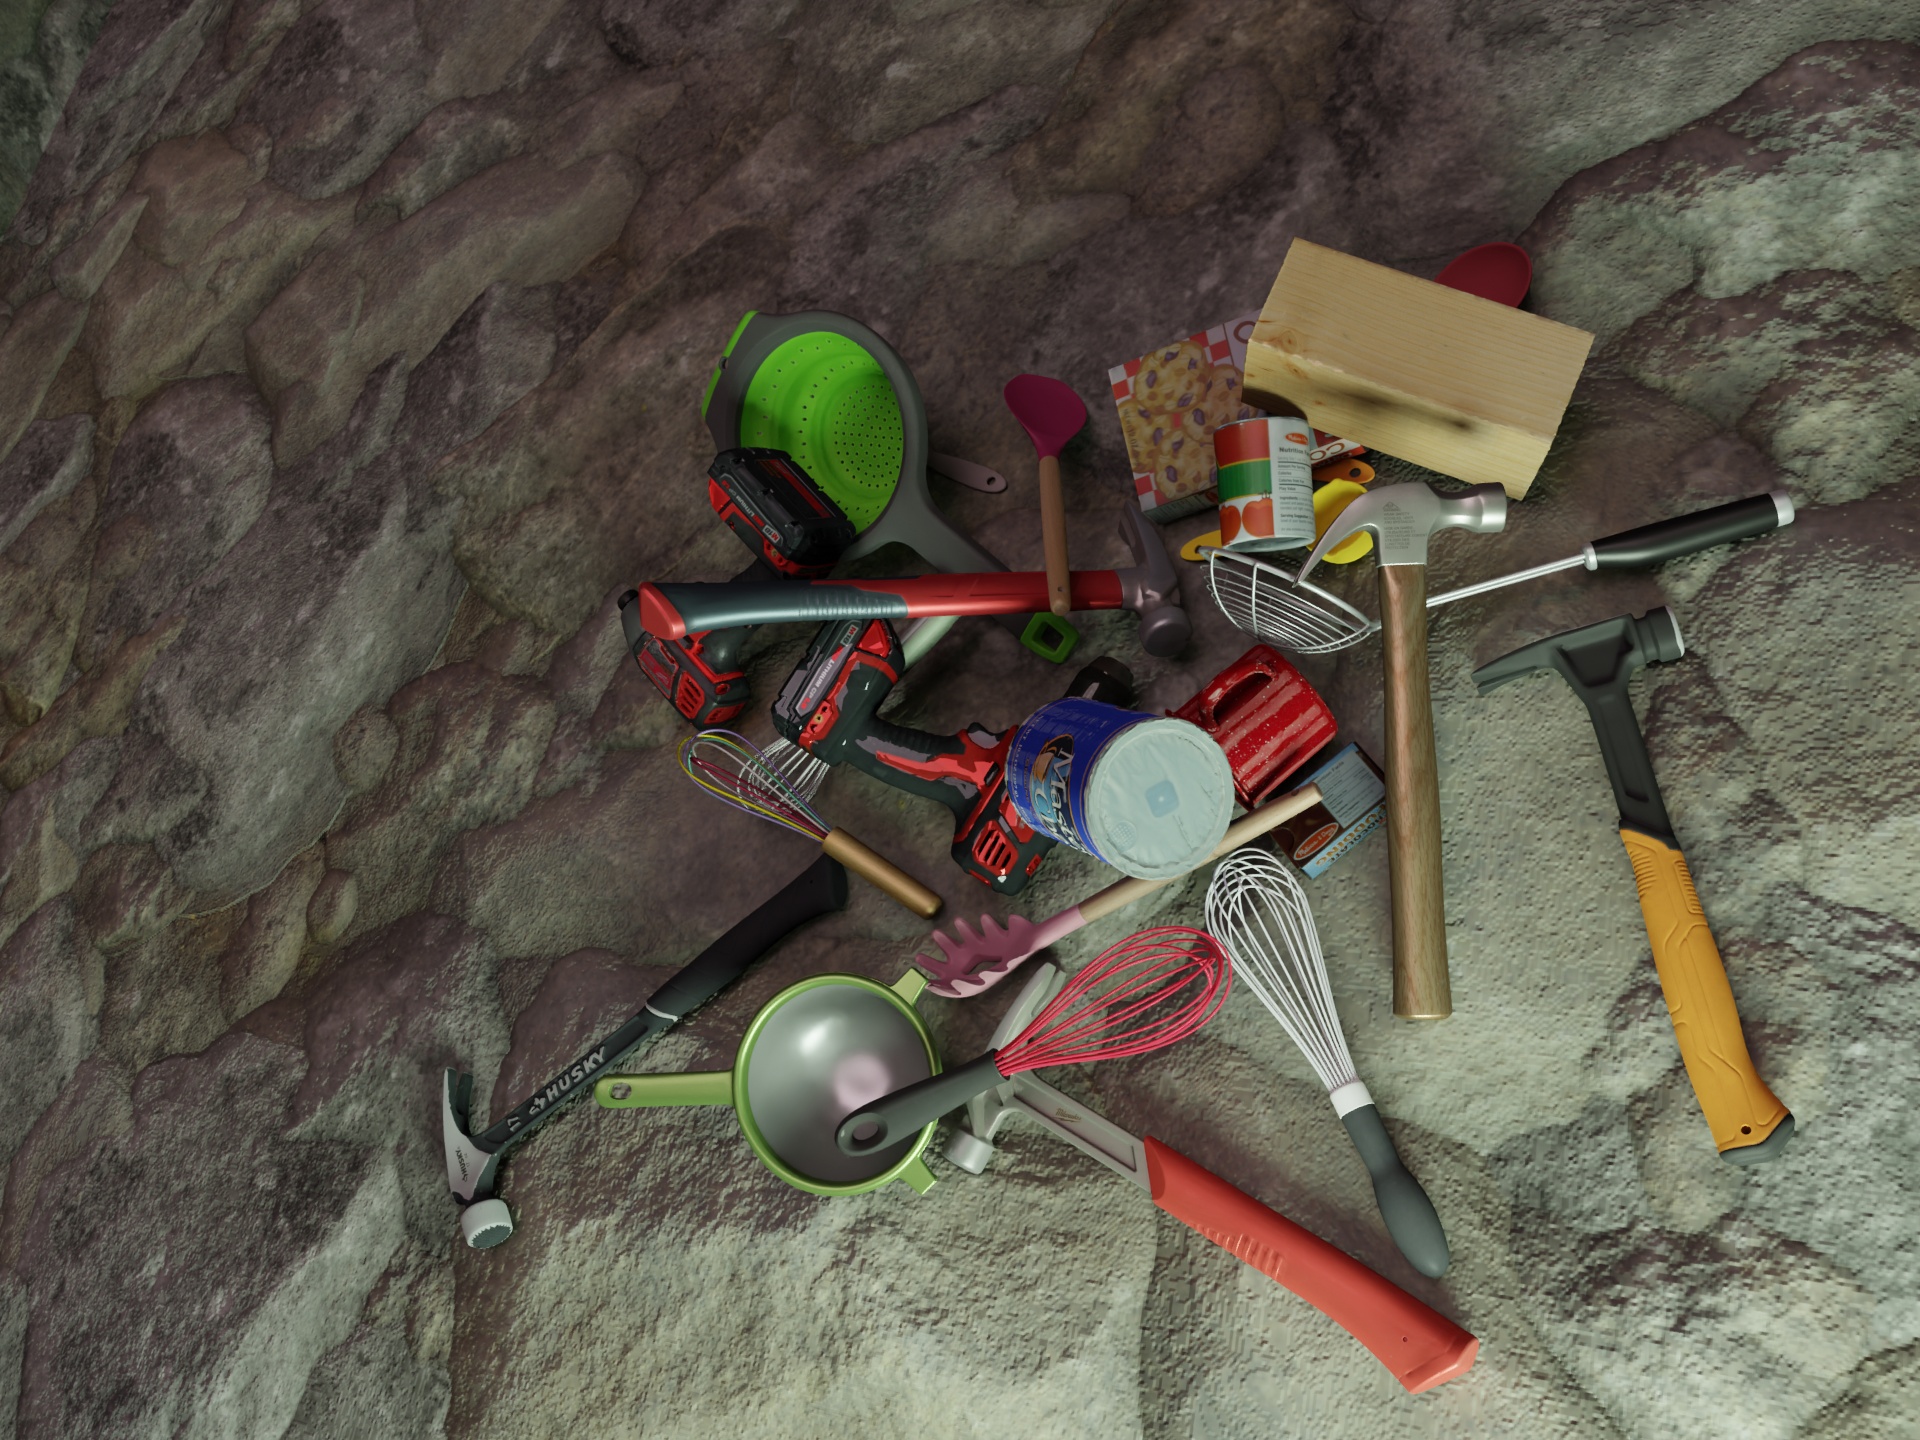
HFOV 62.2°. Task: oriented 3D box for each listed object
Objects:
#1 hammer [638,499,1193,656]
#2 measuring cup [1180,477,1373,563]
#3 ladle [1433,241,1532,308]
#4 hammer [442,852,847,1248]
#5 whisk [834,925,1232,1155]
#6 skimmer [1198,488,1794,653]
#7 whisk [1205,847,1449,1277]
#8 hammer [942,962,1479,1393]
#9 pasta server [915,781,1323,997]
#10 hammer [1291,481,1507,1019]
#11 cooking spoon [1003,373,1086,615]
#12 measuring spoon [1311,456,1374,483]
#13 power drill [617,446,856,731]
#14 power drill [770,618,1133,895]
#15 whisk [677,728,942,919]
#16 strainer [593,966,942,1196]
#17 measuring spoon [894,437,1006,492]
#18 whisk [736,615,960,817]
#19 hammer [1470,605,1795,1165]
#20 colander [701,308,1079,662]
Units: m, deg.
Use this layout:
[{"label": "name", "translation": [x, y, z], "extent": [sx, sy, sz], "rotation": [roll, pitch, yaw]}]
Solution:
[{"label": "hammer", "translation": [-0.035, -0.100, 1.141], "extent": [0.386, 0.038, 0.143], "rotation": [-3, 47, -13]}, {"label": "measuring cup", "translation": [0.234, -0.133, 1.162], "extent": [0.156, 0.029, 0.062], "rotation": [-9, 65, 39]}, {"label": "ladle", "translation": [0.274, -0.270, 1.197], "extent": [0.315, 0.031, 0.069], "rotation": [-21, 62, 22]}, {"label": "hammer", "translation": [-0.251, 0.236, 1.251], "extent": [0.409, 0.036, 0.149], "rotation": [-38, 53, 8]}, {"label": "whisk", "translation": [0.043, 0.215, 1.033], "extent": [0.296, 0.073, 0.073], "rotation": [-29, 56, 14]}, {"label": "skimmer", "translation": [0.343, -0.119, 1.046], "extent": [0.363, 0.127, 0.090], "rotation": [-15, 81, 15]}, {"label": "whisk", "translation": [0.227, 0.204, 0.983], "extent": [0.070, 0.070, 0.285], "rotation": [-31, 61, 14]}, {"label": "hammer", "translation": [0.154, 0.290, 0.993], "extent": [0.359, 0.036, 0.149], "rotation": [24, 81, 36]}, {"label": "pasta server", "translation": [0.102, 0.114, 1.078], "extent": [0.316, 0.040, 0.060], "rotation": [-31, 31, 25]}, {"label": "hammer", "translation": [0.276, 0.018, 0.986], "extent": [0.130, 0.031, 0.331], "rotation": [-2, 87, 6]}, {"label": "cooking spoon", "translation": [0.068, -0.180, 1.204], "extent": [0.068, 0.017, 0.319], "rotation": [9, 40, -8]}, {"label": "measuring spoon", "translation": [0.252, -0.189, 1.183], "extent": [0.117, 0.011, 0.021], "rotation": [14, 84, 30]}, {"label": "power drill", "translation": [-0.196, -0.111, 1.306], "extent": [0.143, 0.078, 0.219], "rotation": [47, 118, 16]}, {"label": "power drill", "translation": [-0.002, -0.004, 1.163], "extent": [0.227, 0.080, 0.188], "rotation": [32, 85, 12]}, {"label": "whisk", "translation": [-0.118, 0.080, 1.206], "extent": [0.245, 0.047, 0.051], "rotation": [33, 103, 17]}, {"label": "strainer", "translation": [-0.130, 0.257, 1.129], "extent": [0.256, 0.069, 0.151], "rotation": [-5, 81, 13]}, {"label": "measuring spoon", "translation": [-0.011, -0.217, 1.338], "extent": [0.124, 0.018, 0.034], "rotation": [27, 82, 35]}, {"label": "whisk", "translation": [-0.084, -0.013, 1.247], "extent": [0.246, 0.059, 0.058], "rotation": [-45, 22, 12]}, {"label": "hammer", "translation": [0.407, 0.094, 0.944], "extent": [0.127, 0.034, 0.337], "rotation": [-18, 60, 21]}, {"label": "colander", "translation": [-0.039, -0.184, 1.299], "extent": [0.397, 0.094, 0.204], "rotation": [42, 119, 19]}]
